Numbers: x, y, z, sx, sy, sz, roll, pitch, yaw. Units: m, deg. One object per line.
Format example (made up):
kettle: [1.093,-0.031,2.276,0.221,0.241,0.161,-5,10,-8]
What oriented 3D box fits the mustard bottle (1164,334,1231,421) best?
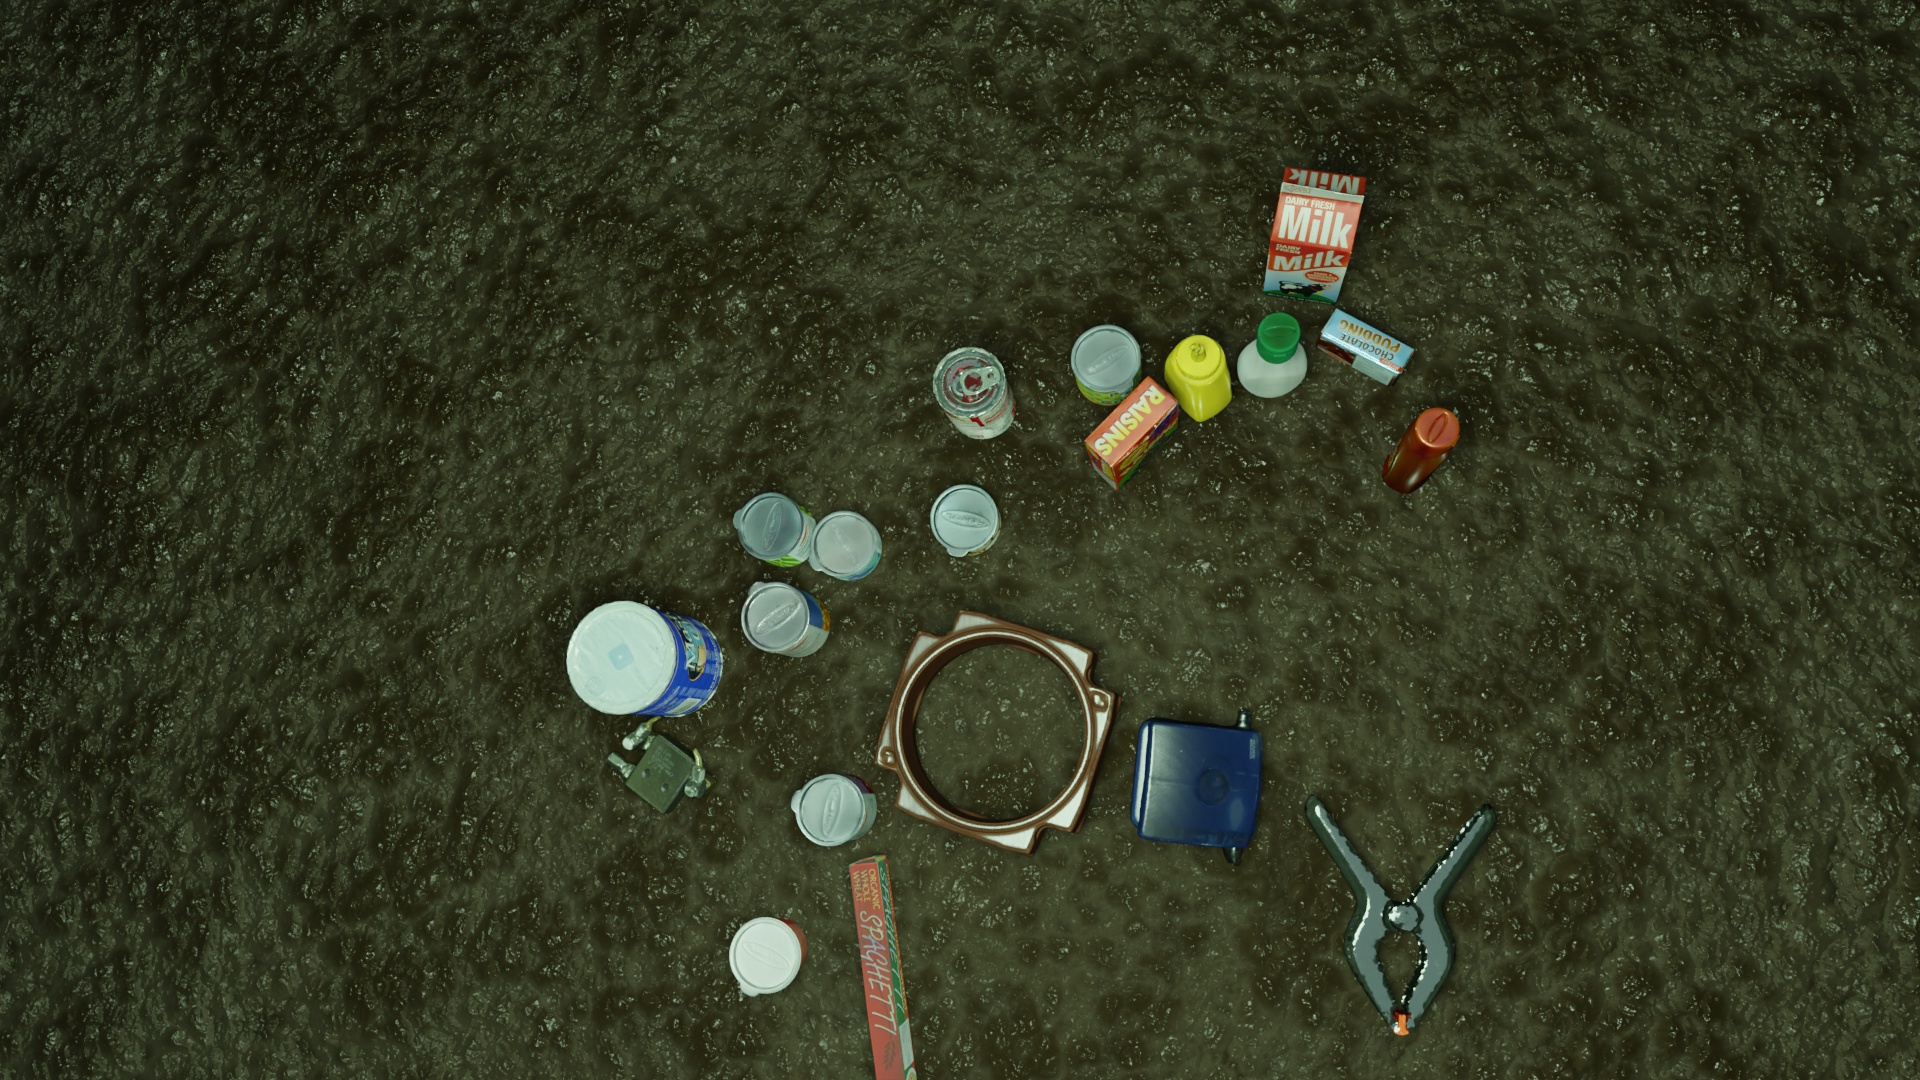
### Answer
mustard bottle: [0.219,-0.155,1.274,0.049,0.160,0.065,-36,78,2]

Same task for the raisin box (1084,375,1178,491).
raisin box: [0.161,-0.097,1.293,0.086,0.123,0.040,-45,78,0]

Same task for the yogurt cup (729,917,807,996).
yogurt cup: [-0.176,0.386,1.302,0.072,0.054,0.072,-1,81,9]

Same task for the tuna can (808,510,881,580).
tuna can: [-0.114,0.007,1.364,0.071,0.033,0.071,-1,81,9]

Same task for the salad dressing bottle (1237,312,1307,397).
salad dressing bottle: [0.288,-0.169,1.273,0.064,0.147,0.044,-3,81,8]

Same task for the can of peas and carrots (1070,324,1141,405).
can of peas and carrots: [0.143,-0.166,1.340,0.071,0.058,0.071,-1,81,9]

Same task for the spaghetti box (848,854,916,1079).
spaghetti box: [-0.069,0.418,1.282,0.029,0.050,0.250,-10,80,7]

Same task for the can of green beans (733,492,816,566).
can of green beans: [-0.179,-0.010,1.364,0.071,0.058,0.071,-1,81,9]

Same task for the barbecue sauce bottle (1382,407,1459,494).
barbecue sauce bottle: [0.413,-0.084,1.239,0.044,0.148,0.065,32,87,12]

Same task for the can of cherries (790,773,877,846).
can of cherries: [-0.119,0.252,1.312,0.071,0.058,0.071,-1,81,9]

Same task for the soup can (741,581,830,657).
soup can: [-0.168,0.075,1.336,0.071,0.083,0.071,-1,81,9]

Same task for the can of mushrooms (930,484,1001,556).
can of mushrooms: [0.005,-0.017,1.350,0.071,0.033,0.071,-1,81,9]

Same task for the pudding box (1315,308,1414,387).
pudding box: [0.380,-0.181,1.311,0.084,0.049,0.030,31,87,12]

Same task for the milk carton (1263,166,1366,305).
milk carton: [0.321,-0.282,1.264,0.072,0.190,0.073,12,83,10]
